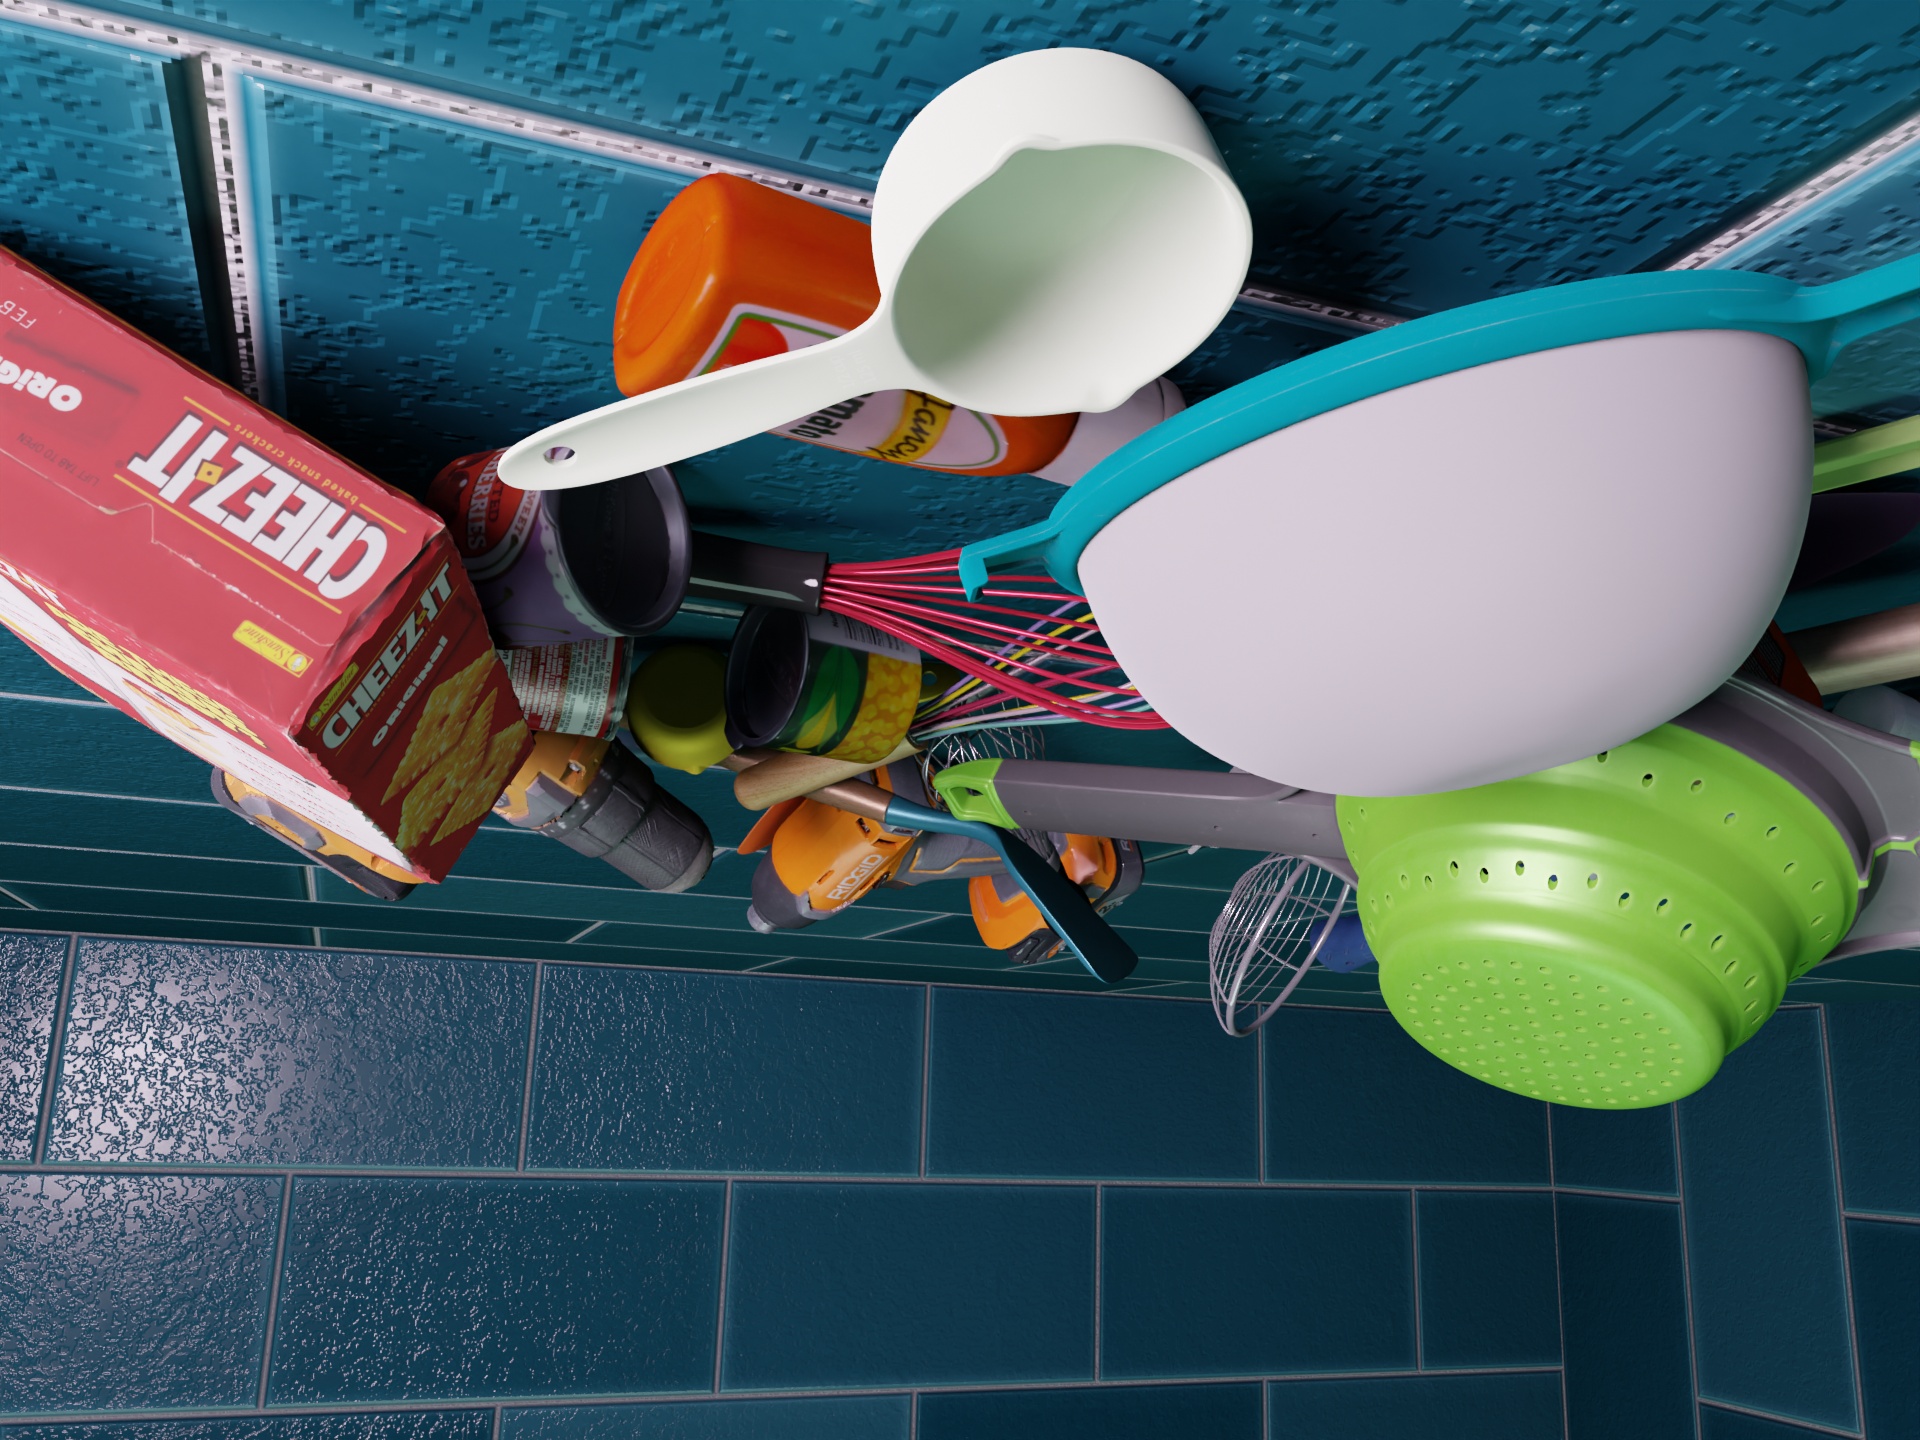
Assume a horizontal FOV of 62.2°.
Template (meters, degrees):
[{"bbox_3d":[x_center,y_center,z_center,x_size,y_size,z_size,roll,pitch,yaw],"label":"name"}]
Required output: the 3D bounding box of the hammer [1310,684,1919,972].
[{"bbox_3d":[0.353,0.080,0.869,0.144,0.035,0.405,17,152,-28],"label":"hammer"}]

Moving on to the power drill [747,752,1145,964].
[{"bbox_3d":[-0.016,0.092,0.990,0.226,0.084,0.164,13,136,-38],"label":"power drill"}]

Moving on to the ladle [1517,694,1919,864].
[{"bbox_3d":[0.416,0.036,0.851,0.078,0.062,0.320,-15,172,-27],"label":"ladle"}]

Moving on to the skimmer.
[{"bbox_3d":[0.266,0.070,0.800,0.363,0.090,0.127,-30,175,43],"label":"skimmer"}]

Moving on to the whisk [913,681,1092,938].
[{"bbox_3d":[0.036,0.061,0.864,0.070,0.070,0.284,-2,151,17],"label":"whisk"}]

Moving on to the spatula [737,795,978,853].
[{"bbox_3d":[0.006,0.066,1.055,0.322,0.041,0.081,9,140,-33],"label":"spatula"}]

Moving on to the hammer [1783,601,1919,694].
[{"bbox_3d":[0.359,-0.029,0.578,0.410,0.038,0.146,-15,161,42],"label":"hammer"}]

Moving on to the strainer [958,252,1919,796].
[{"bbox_3d":[0.180,-0.046,0.391,0.340,0.095,0.211,-19,168,40],"label":"strainer"}]

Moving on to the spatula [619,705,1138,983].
[{"bbox_3d":[-0.060,0.045,0.767,0.317,0.044,0.082,20,-174,16],"label":"spatula"}]

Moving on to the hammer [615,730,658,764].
[{"bbox_3d":[-0.240,0.017,0.906,0.331,0.033,0.128,-2,165,18],"label":"hammer"}]

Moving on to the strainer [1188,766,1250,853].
[{"bbox_3d":[0.227,0.027,0.871,0.258,0.050,0.087,-17,-169,37],"label":"strainer"}]

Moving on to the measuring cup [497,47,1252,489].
[{"bbox_3d":[-0.024,-0.089,0.338,0.167,0.038,0.083,-17,151,10],"label":"measuring cup"}]

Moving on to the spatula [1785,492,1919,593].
[{"bbox_3d":[0.287,-0.033,0.658,0.059,0.018,0.315,0,166,-4],"label":"spatula"}]

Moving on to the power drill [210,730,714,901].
[{"bbox_3d":[-0.239,0.032,0.766,0.226,0.084,0.185,-15,135,45],"label":"power drill"}]

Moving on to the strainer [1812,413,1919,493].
[{"bbox_3d":[0.306,-0.062,0.422,0.256,0.069,0.151,-13,160,43],"label":"strainer"}]

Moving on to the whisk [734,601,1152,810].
[{"bbox_3d":[0.000,-0.001,0.689,0.245,0.051,0.047,-21,166,29],"label":"whisk"}]

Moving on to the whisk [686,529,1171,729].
[{"bbox_3d":[-0.030,-0.047,0.574,0.296,0.073,0.073,9,166,-1],"label":"whisk"}]

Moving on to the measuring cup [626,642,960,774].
[{"bbox_3d":[-0.077,-0.015,0.736,0.156,0.062,0.029,-8,157,-6],"label":"measuring cup"}]

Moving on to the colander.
[{"bbox_3d":[0.143,0.067,0.599,0.397,0.094,0.204,2,141,35],"label":"colander"}]
